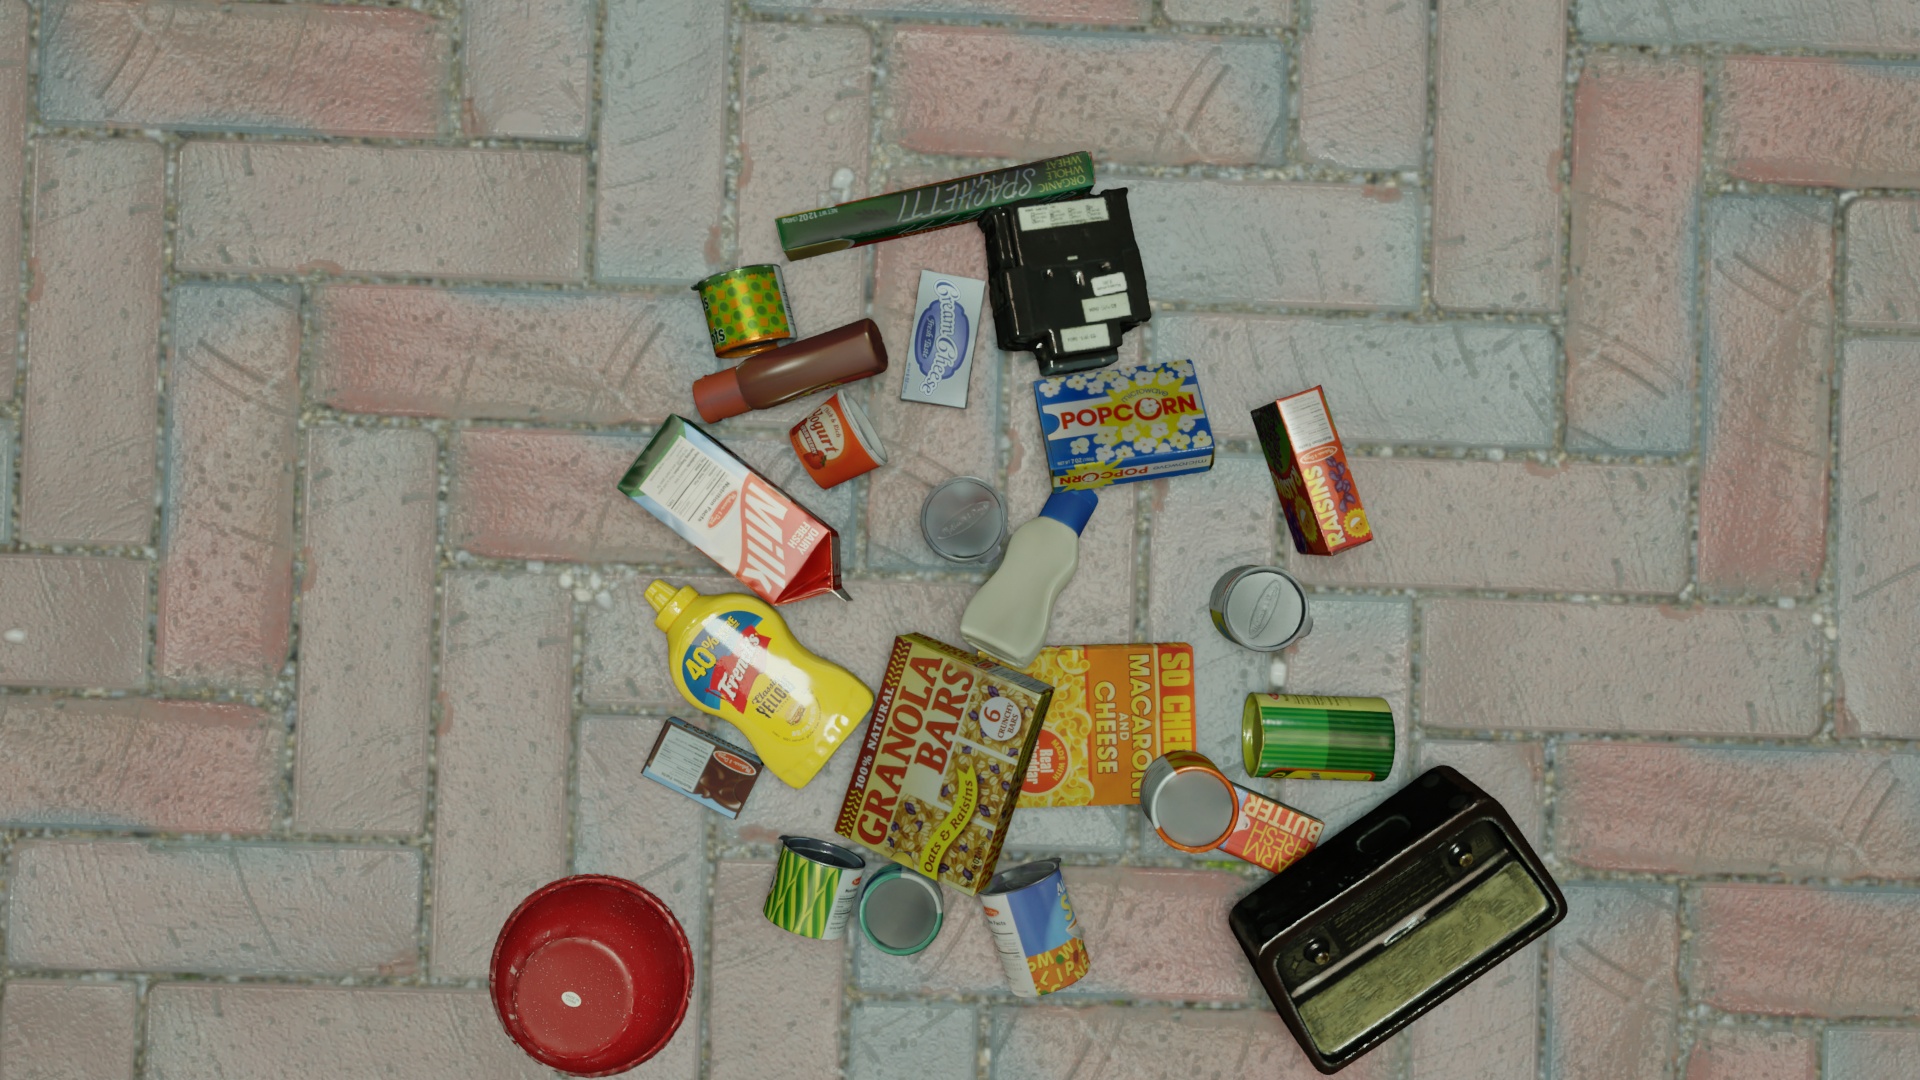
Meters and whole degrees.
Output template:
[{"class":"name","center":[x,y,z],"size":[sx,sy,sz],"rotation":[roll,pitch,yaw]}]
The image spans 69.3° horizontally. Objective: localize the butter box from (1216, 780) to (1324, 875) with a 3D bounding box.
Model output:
[{"class":"butter box","center":[0.230,0.225,1.095],"size":[0.103,0.024,0.053],"rotation":[23,90,0]}]

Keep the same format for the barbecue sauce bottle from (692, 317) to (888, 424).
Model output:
[{"class":"barbecue sauce bottle","center":[-0.133,-0.130,1.076],"size":[0.148,0.065,0.043],"rotation":[-17,102,8]}]

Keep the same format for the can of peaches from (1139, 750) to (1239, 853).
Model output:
[{"class":"can of peaches","center":[0.173,0.195,1.037],"size":[0.071,0.058,0.071],"rotation":[0,92,0]}]

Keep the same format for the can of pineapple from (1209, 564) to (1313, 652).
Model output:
[{"class":"can of pineapple","center":[0.232,0.053,1.079],"size":[0.071,0.058,0.071],"rotation":[0,90,-1]}]

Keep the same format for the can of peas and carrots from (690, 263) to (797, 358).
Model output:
[{"class":"can of peas and carrots","center":[-0.166,-0.176,1.072],"size":[0.071,0.071,0.058],"rotation":[-14,91,-1]}]

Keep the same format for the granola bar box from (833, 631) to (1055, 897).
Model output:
[{"class":"granola bar box","center":[-0.014,0.168,1.056],"size":[0.124,0.039,0.165],"rotation":[20,97,20]}]

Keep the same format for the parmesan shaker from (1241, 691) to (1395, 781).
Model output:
[{"class":"parmesan shaker","center":[0.276,0.153,1.072],"size":[0.103,0.071,0.071],"rotation":[3,90,-1]}]

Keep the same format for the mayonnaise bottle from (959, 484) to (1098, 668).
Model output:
[{"class":"mayonnaise bottle","center":[0.058,0.022,1.068],"size":[0.065,0.041,0.148],"rotation":[25,71,15]}]

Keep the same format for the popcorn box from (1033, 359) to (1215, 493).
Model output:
[{"class":"popcorn box","center":[0.125,-0.089,1.072],"size":[0.127,0.038,0.085],"rotation":[-8,61,-1]}]

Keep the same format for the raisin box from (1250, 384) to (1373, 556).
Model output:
[{"class":"raisin box","center":[0.268,-0.051,1.067],"size":[0.040,0.086,0.123],"rotation":[-19,90,-2]}]

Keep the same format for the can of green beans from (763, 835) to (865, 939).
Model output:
[{"class":"can of green beans","center":[-0.113,0.267,1.069],"size":[0.071,0.071,0.058],"rotation":[17,90,-1]}]

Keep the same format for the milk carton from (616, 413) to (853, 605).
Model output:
[{"class":"milk carton","center":[-0.161,-0.011,1.068],"size":[0.190,0.072,0.073],"rotation":[37,90,1]}]

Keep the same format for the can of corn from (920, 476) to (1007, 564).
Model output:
[{"class":"can of corn","center":[0.004,-0.014,1.077],"size":[0.071,0.058,0.071],"rotation":[0,90,-1]}]

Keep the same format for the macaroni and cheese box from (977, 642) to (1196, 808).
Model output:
[{"class":"macaroni and cheese box","center":[0.098,0.143,1.086],"size":[0.166,0.040,0.123],"rotation":[-2,90,0]}]

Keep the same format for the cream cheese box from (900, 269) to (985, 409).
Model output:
[{"class":"cream cheese box","center":[-0.014,-0.158,1.095],"size":[0.053,0.024,0.103],"rotation":[9,90,-2]}]

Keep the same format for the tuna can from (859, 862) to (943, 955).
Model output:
[{"class":"tuna can","center":[-0.048,0.290,1.086],"size":[0.071,0.033,0.071],"rotation":[0,89,-1]}]

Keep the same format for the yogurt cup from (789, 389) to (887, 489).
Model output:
[{"class":"yogurt cup","center":[-0.096,-0.075,1.074],"size":[0.054,0.072,0.072],"rotation":[-30,90,7]}]

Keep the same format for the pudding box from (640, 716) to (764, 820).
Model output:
[{"class":"pudding box","center":[-0.201,0.178,1.087],"size":[0.084,0.030,0.049],"rotation":[26,88,-1]}]

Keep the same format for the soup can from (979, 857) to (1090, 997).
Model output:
[{"class":"soup can","center":[0.060,0.298,1.072],"size":[0.071,0.071,0.083],"rotation":[-18,91,-1]}]

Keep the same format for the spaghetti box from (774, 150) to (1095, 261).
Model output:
[{"class":"spaghetti box","center":[-0.018,-0.261,1.083],"size":[0.250,0.050,0.028],"rotation":[-12,92,-1]}]
